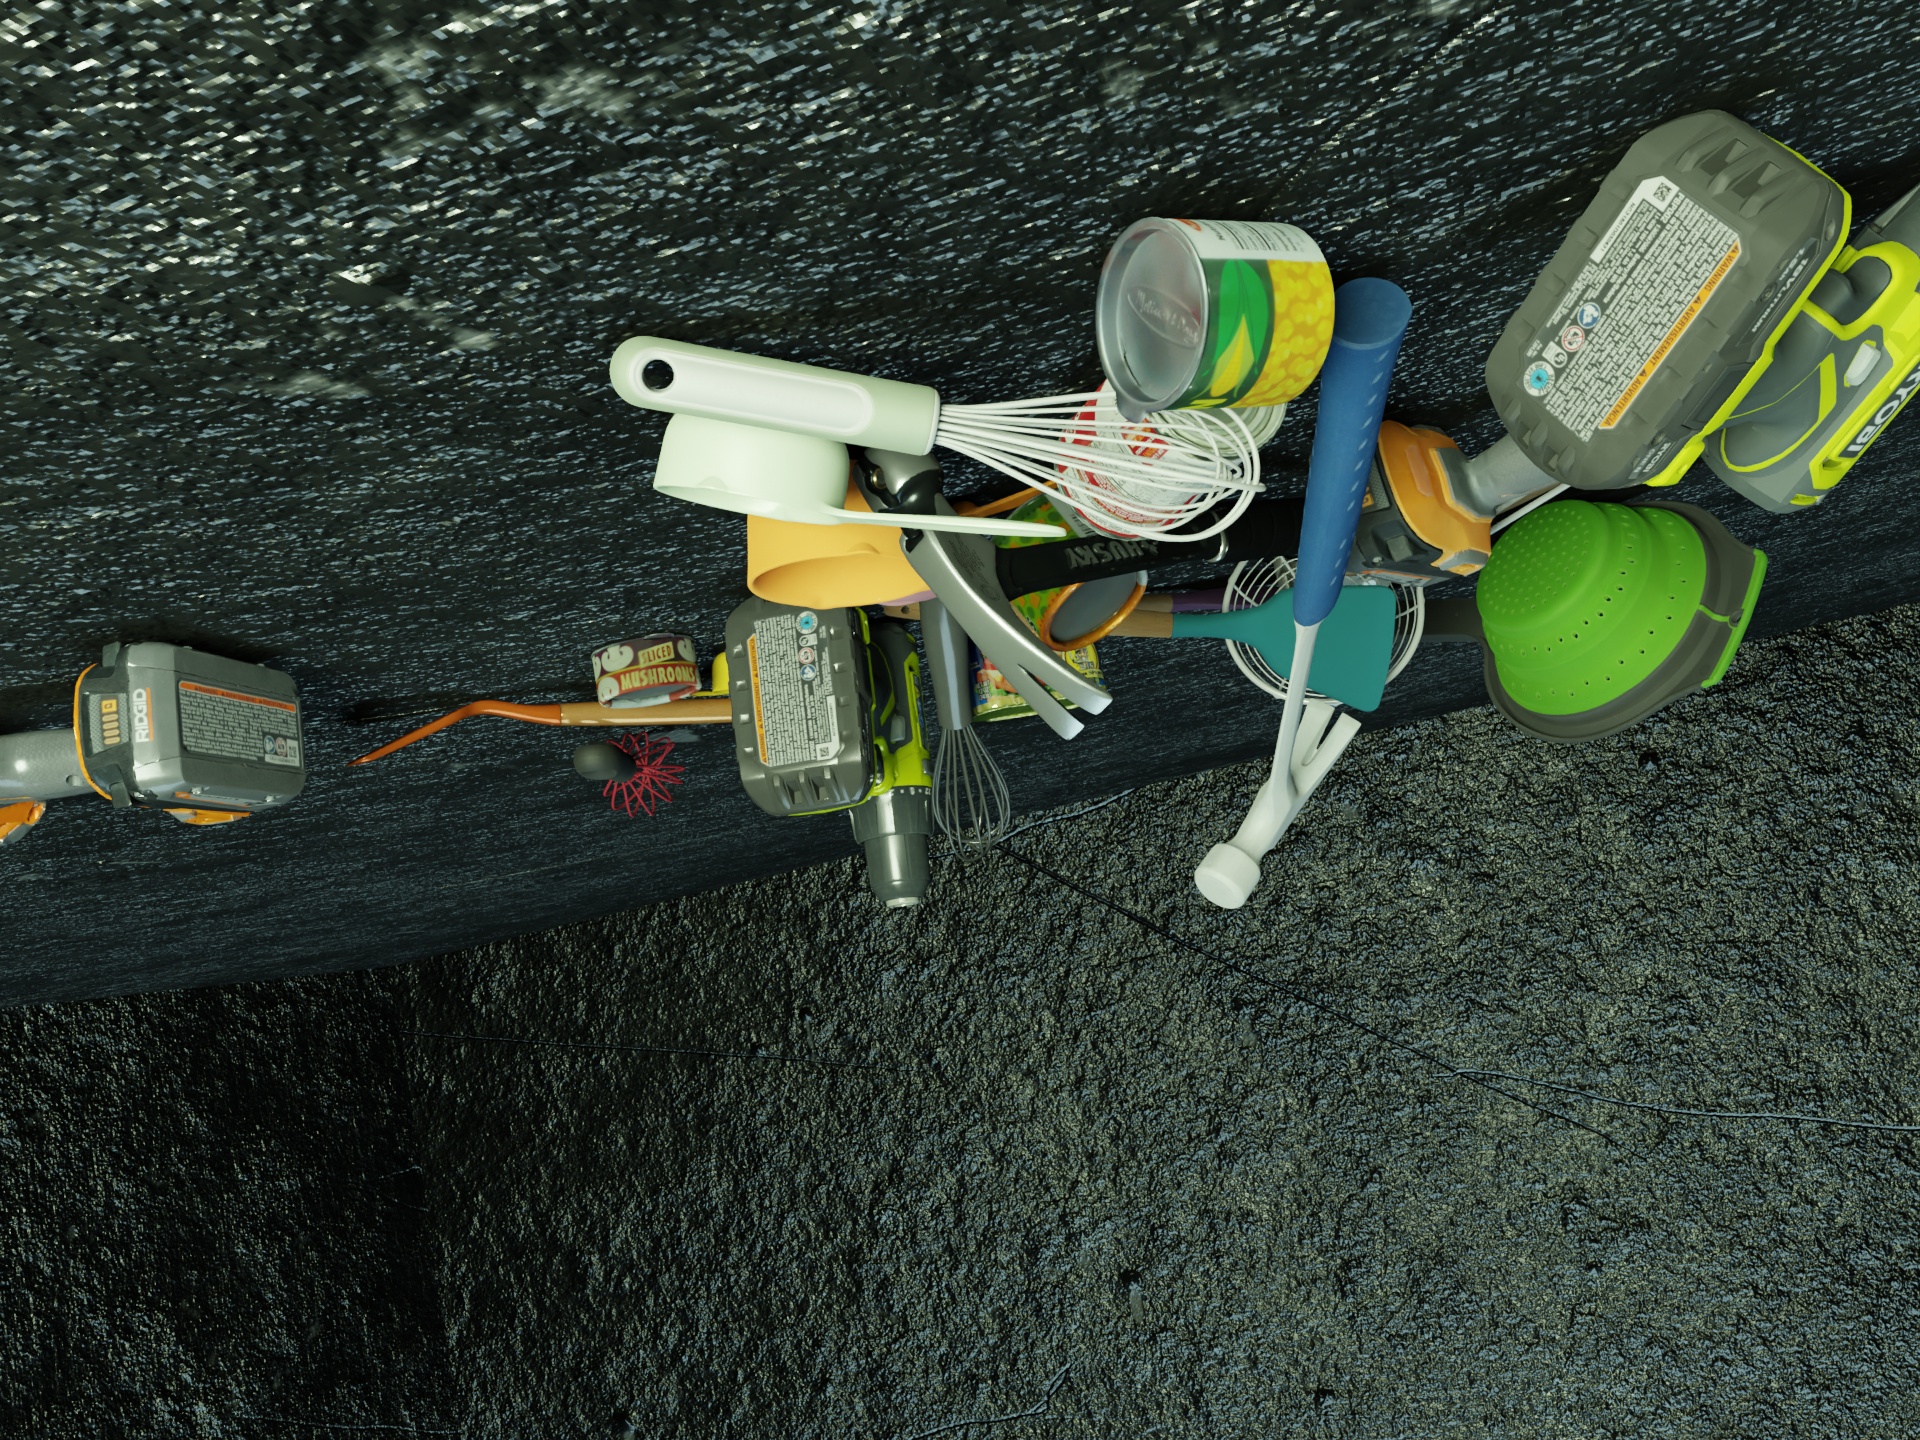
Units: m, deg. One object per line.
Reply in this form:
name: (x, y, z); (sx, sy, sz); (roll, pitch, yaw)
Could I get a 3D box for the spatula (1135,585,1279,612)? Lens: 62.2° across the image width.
spatula: (0.132, -0.084, 1.167); (0.315, 0.018, 0.060); (-6, -162, -25)

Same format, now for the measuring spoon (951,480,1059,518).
measuring spoon: (0.046, -0.125, 0.833); (0.117, 0.011, 0.021); (-18, 169, 14)

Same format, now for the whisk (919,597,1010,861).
whisk: (0.000, -0.003, 1.014); (0.055, 0.055, 0.238); (-11, 128, -4)

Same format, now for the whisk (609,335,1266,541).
whisk: (-0.004, -0.108, 0.583); (0.246, 0.057, 0.059); (8, -166, -12)

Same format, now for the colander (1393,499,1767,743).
colander: (0.411, -0.097, 1.235); (0.094, 0.204, 0.397); (31, 169, -25)

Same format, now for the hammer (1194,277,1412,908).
hammer: (0.179, -0.055, 0.807); (0.144, 0.035, 0.405); (-50, 156, -26)

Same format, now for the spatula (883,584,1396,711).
spatula: (0.109, -0.060, 1.005); (0.317, 0.082, 0.044); (4, -157, 2)

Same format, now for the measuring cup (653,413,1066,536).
measuring cup: (-0.038, -0.097, 0.623); (0.167, 0.038, 0.083); (8, 180, 14)

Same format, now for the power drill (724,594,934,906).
power drill: (-0.068, 0.017, 1.011); (0.080, 0.191, 0.228); (-10, 168, 11)

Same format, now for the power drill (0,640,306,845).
power drill: (-0.478, 0.019, 0.812); (0.226, 0.084, 0.164); (-10, 172, 10)

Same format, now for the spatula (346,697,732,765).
spatula: (-0.251, 0.005, 1.094); (0.322, 0.041, 0.081); (-2, 179, -23)

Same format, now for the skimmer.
skimmer: (0.310, -0.124, 0.944); (0.090, 0.127, 0.363); (-5, 159, -39)

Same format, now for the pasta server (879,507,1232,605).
pasta server: (0.064, -0.104, 0.906); (0.316, 0.040, 0.060); (-14, -163, -32)

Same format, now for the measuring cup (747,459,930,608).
measuring cup: (-0.017, -0.091, 0.762); (0.173, 0.052, 0.095); (-3, 169, -17)

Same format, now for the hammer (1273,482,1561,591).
hammer: (0.329, -0.139, 1.057); (0.130, 0.031, 0.331); (-8, 170, -28)

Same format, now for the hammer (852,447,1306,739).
hammer: (0.122, -0.089, 0.814); (0.409, 0.149, 0.036); (-15, 157, -49)

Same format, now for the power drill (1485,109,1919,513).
power drill: (0.330, -0.164, 0.635); (0.223, 0.080, 0.171); (-7, 139, -37)

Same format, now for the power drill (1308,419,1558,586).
power drill: (0.295, -0.147, 0.809); (0.226, 0.084, 0.185); (-23, 164, 36)

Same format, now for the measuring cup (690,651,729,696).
measuring cup: (-0.167, -0.032, 1.119); (0.062, 0.029, 0.156); (-3, 180, -33)

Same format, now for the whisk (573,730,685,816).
whisk: (-0.256, 0.037, 1.209); (0.073, 0.073, 0.296); (-11, 176, -4)
